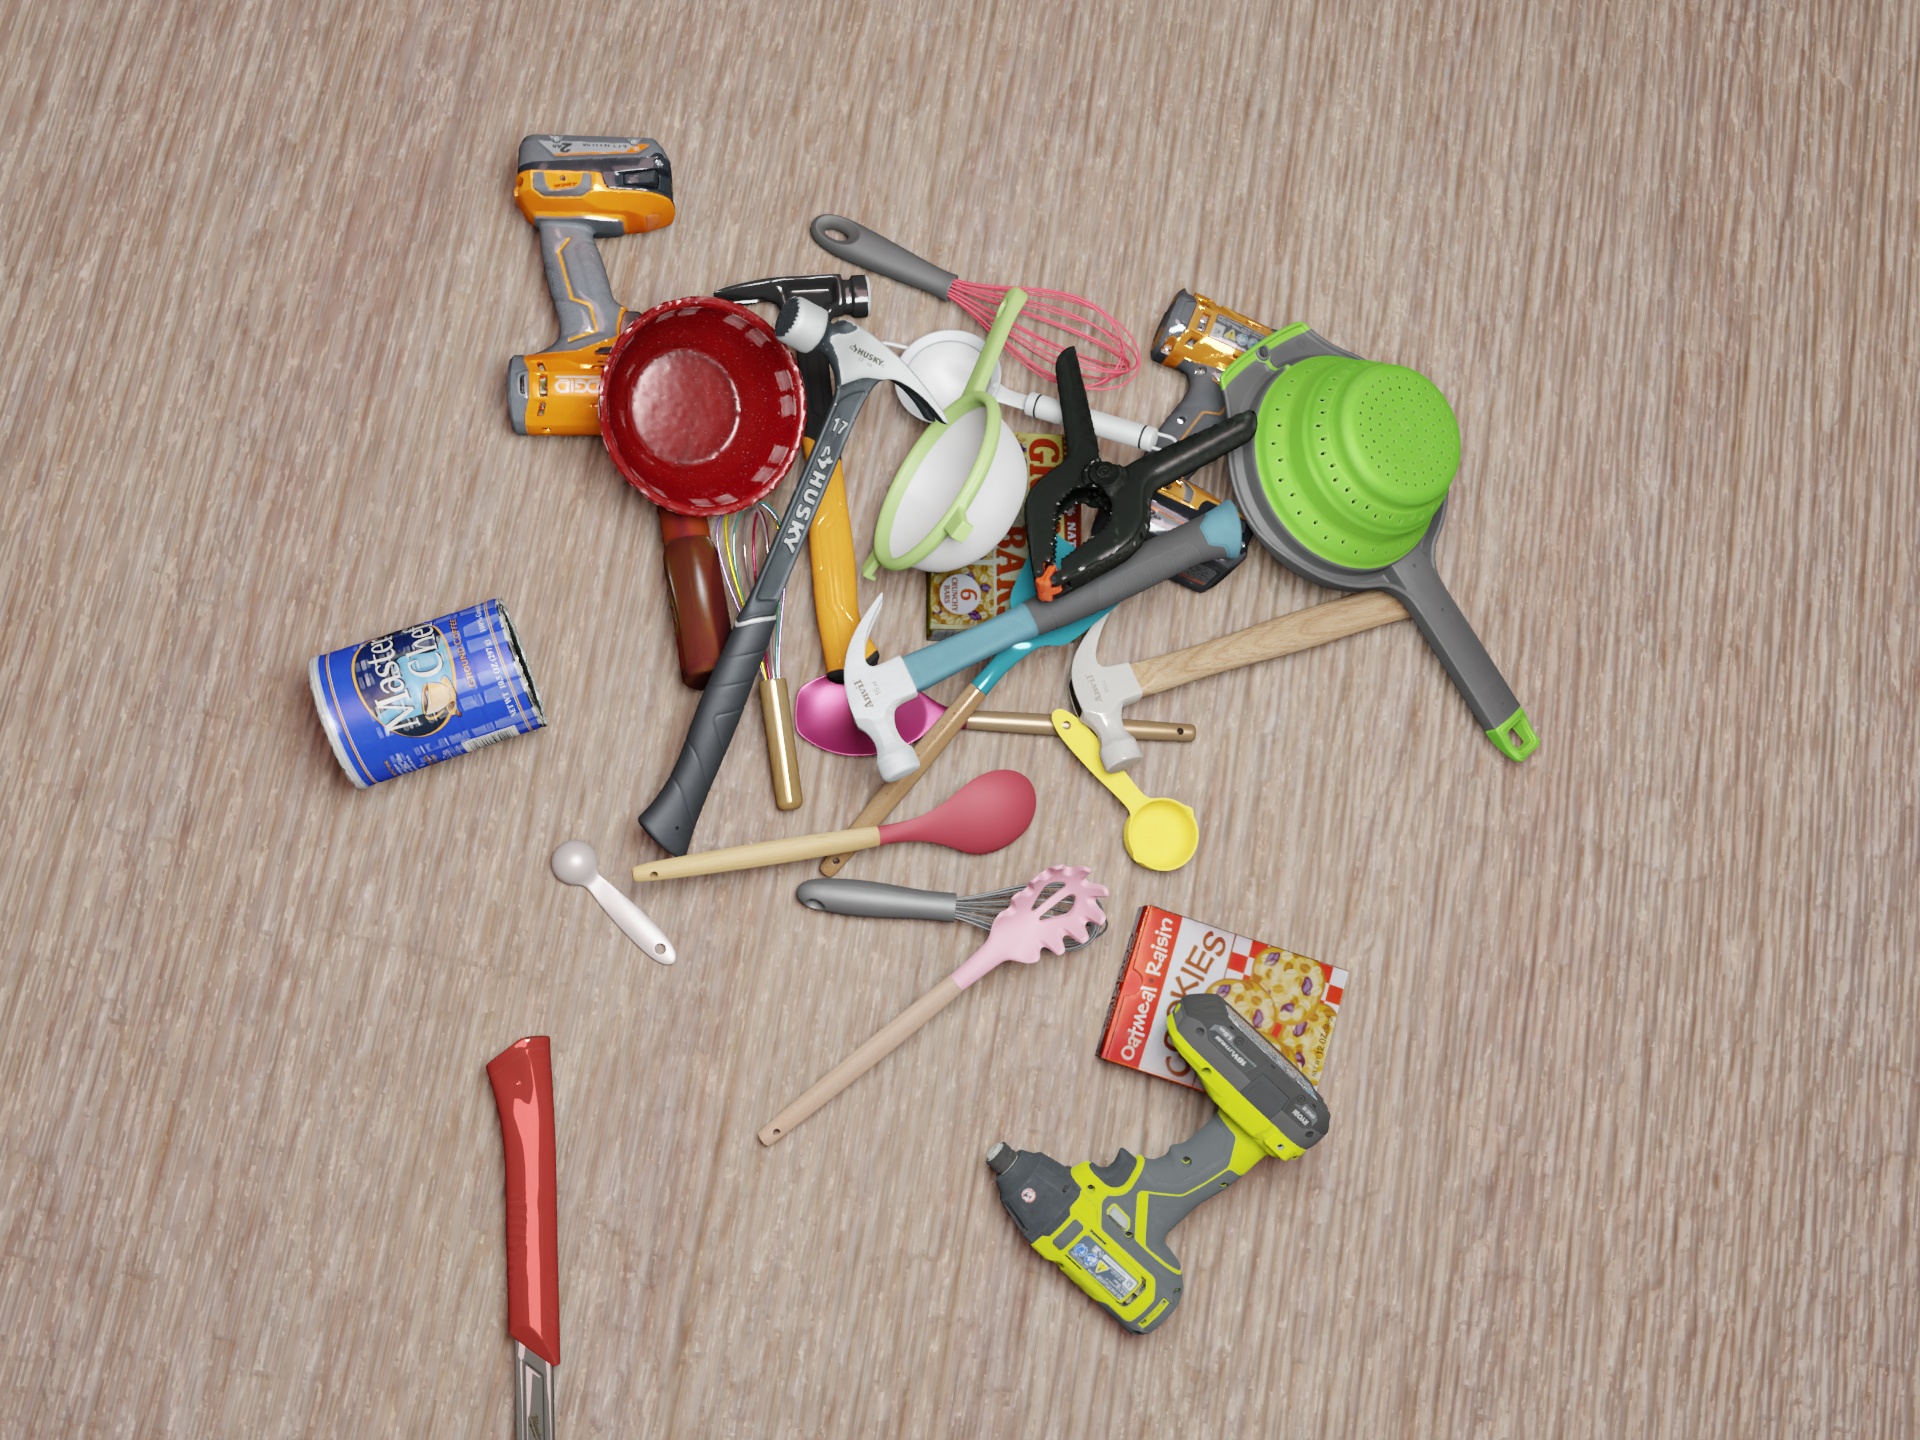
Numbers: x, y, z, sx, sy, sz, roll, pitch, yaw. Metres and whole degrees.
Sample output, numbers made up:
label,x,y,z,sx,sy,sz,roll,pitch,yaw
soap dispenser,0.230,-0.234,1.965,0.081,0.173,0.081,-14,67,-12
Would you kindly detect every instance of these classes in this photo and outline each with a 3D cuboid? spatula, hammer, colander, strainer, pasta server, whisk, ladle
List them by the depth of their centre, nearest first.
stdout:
label,x,y,z,sx,sy,sz,roll,pitch,yaw
hammer,-0.295,0.407,1.132,0.149,0.036,0.359,-2,81,-8
hammer,-0.139,-0.091,1.167,0.149,0.036,0.409,21,93,-35
pasta server,-0.024,0.212,1.170,0.316,0.040,0.060,-39,97,1
hammer,0.065,-0.080,1.188,0.331,0.033,0.128,-25,80,-8
ladle,-0.087,0.089,1.192,0.315,0.031,0.069,-8,113,-15
strainer,0.021,-0.212,1.211,0.069,0.151,0.256,30,68,-24
whisk,-0.006,0.142,1.212,0.239,0.055,0.055,6,79,-3
whisk,-0.144,-0.053,1.222,0.051,0.047,0.245,-9,89,18
spatula,-0.002,-0.004,1.225,0.082,0.044,0.317,40,92,-6
colander,0.362,-0.142,1.238,0.204,0.094,0.397,-37,96,-25
hammer,-0.115,-0.193,1.256,0.127,0.034,0.337,-6,79,-9
strainer,0.051,-0.250,1.260,0.258,0.050,0.087,21,74,19
hammer,0.241,-0.065,1.276,0.331,0.031,0.130,-17,70,-14
whisk,0.011,-0.345,1.297,0.296,0.073,0.073,26,78,5

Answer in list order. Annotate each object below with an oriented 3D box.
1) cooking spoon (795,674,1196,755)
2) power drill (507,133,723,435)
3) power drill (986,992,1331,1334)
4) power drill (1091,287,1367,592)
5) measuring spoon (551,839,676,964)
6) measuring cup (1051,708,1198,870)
label,x,y,z,sx,sy,sz,roll,pitch,yaw
cooking spoon,0.030,0.001,1.255,0.319,0.017,0.069,3,77,-6
power drill,-0.270,-0.334,1.247,0.164,0.084,0.226,-1,84,-8
power drill,0.142,0.314,1.161,0.171,0.080,0.223,43,96,-1
power drill,0.221,-0.220,1.291,0.185,0.084,0.226,23,74,-5
measuring spoon,-0.259,0.138,1.193,0.124,0.018,0.034,45,78,1
measuring cup,0.123,0.053,1.251,0.062,0.029,0.156,-41,87,-12
